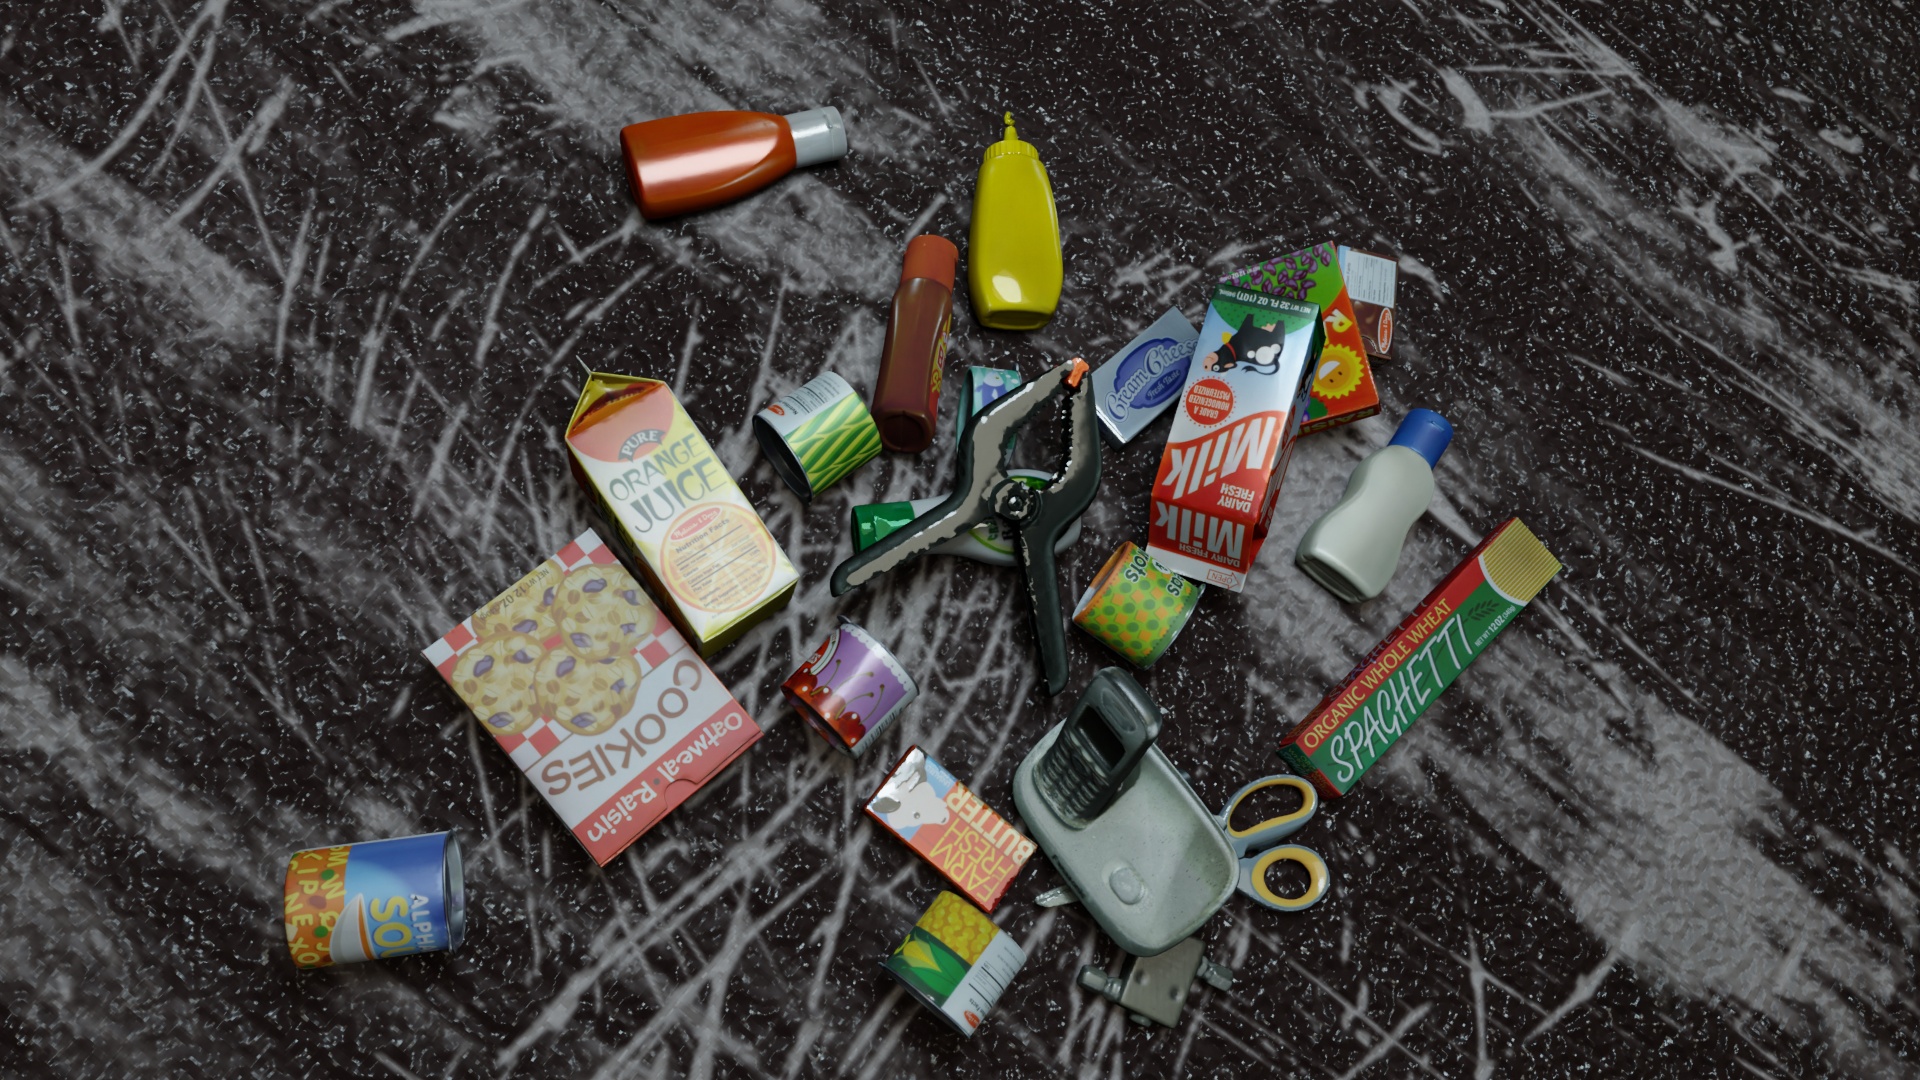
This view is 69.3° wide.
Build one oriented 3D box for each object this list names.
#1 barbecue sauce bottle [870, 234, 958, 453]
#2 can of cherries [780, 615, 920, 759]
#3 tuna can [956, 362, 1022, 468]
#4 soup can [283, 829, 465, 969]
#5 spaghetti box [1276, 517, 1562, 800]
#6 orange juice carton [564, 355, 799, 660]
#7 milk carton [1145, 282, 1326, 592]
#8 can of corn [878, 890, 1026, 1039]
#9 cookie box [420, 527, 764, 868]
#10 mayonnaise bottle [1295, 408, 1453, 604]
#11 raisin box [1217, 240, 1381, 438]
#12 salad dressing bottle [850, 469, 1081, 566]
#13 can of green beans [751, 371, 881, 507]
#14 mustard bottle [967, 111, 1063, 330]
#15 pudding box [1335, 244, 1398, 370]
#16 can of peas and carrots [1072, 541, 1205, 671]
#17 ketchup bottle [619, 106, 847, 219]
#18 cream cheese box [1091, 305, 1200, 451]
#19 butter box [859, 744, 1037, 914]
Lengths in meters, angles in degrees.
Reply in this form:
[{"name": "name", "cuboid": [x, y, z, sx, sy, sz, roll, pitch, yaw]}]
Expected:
[{"name": "barbecue sauce bottle", "cuboid": [-0.029, -0.136, 0.935, 0.044, 0.064, 0.149, 8, 65, 0]}, {"name": "can of cherries", "cuboid": [-0.070, 0.091, 0.861, 0.071, 0.071, 0.058, 44, 73, 2]}, {"name": "tuna can", "cuboid": [0.019, -0.085, 0.926, 0.033, 0.071, 0.071, 6, 74, -9]}, {"name": "soup can", "cuboid": [-0.326, 0.203, 0.777, 0.084, 0.071, 0.071, -6, 77, -12]}, {"name": "spaghetti box", "cuboid": [0.320, 0.079, 0.962, 0.251, 0.028, 0.050, -40, 85, -18]}, {"name": "orange juice carton", "cuboid": [-0.185, -0.027, 0.867, 0.073, 0.071, 0.193, -34, 84, -18]}, {"name": "milk carton", "cuboid": [0.182, -0.066, 0.928, 0.072, 0.073, 0.190, 17, 86, 20]}, {"name": "can of corn", "cuboid": [-0.005, 0.252, 0.832, 0.071, 0.071, 0.058, 40, 71, 1]}, {"name": "cookie box", "cuboid": [-0.221, 0.095, 0.843, 0.123, 0.040, 0.167, -39, 86, -18]}, {"name": "mayonnaise bottle", "cuboid": [0.298, -0.028, 0.981, 0.065, 0.041, 0.148, 38, 70, -1]}, {"name": "raisin box", "cuboid": [0.239, -0.138, 0.982, 0.086, 0.040, 0.123, -16, 77, 14]}, {"name": "salad dressing bottle", "cuboid": [0.003, -0.011, 0.915, 0.148, 0.044, 0.064, -6, 85, -13]}, {"name": "can of green beans", "cuboid": [-0.093, -0.068, 0.899, 0.058, 0.071, 0.071, -35, 84, -18]}, {"name": "mustard bottle", "cuboid": [0.038, -0.228, 0.978, 0.065, 0.048, 0.160, 3, 74, -11]}, {"name": "pudding box", "cuboid": [0.292, -0.172, 1.024, 0.050, 0.030, 0.084, 11, 73, -9]}, {"name": "can of peas and carrots", "cuboid": [0.116, 0.041, 0.910, 0.059, 0.070, 0.071, 35, 72, 0]}, {"name": "ketchup bottle", "cuboid": [-0.153, -0.266, 0.953, 0.149, 0.043, 0.065, -16, 80, -15]}, {"name": "cream cheese box", "cuboid": [0.131, -0.114, 0.979, 0.104, 0.024, 0.053, -40, 85, -18]}, {"name": "butter box", "cuboid": [-0.007, 0.181, 0.871, 0.103, 0.024, 0.053, 40, 71, 1]}]
